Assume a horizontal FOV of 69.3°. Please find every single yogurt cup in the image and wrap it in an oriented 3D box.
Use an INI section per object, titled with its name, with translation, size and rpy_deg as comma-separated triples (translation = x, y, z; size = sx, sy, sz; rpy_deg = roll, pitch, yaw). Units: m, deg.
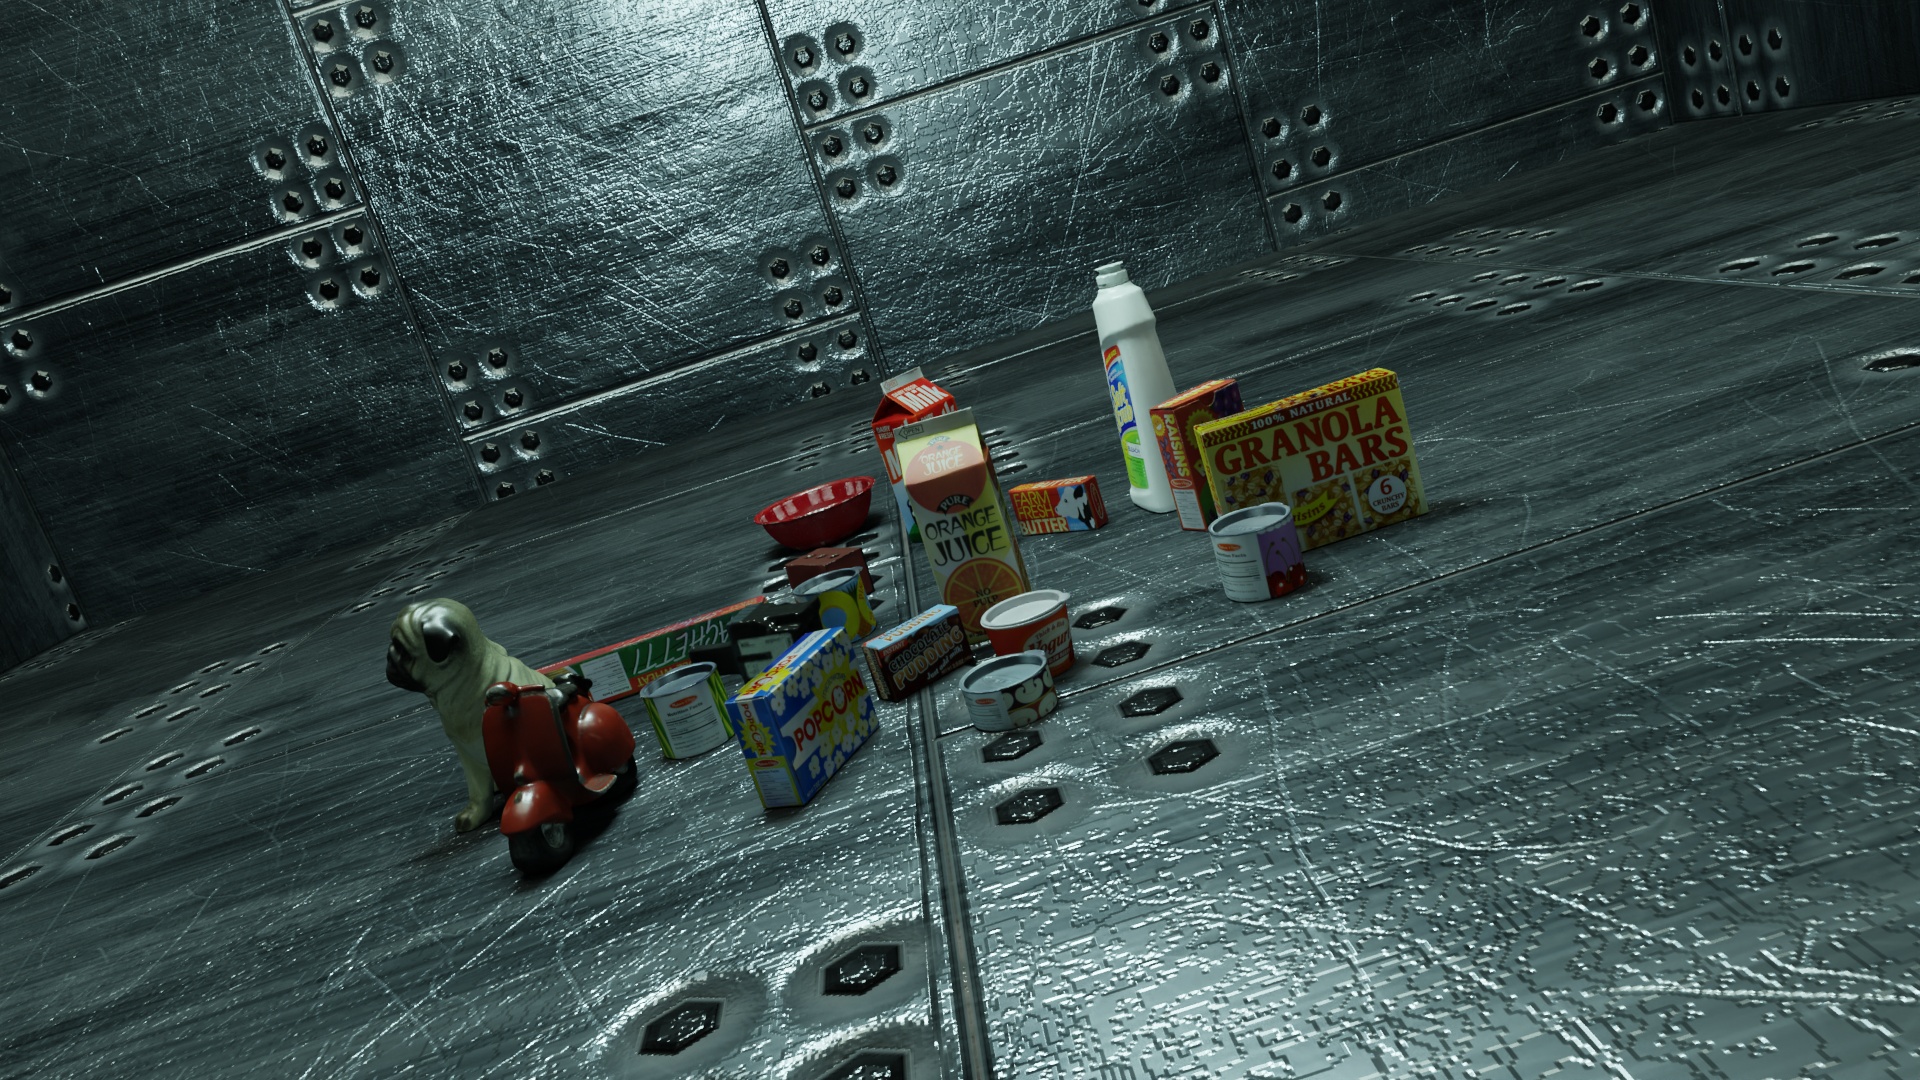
[yogurt cup]
translation = 0.055, 0.075, 1.069
size = 0.072, 0.053, 0.072
rpy_deg = -17, 13, 4

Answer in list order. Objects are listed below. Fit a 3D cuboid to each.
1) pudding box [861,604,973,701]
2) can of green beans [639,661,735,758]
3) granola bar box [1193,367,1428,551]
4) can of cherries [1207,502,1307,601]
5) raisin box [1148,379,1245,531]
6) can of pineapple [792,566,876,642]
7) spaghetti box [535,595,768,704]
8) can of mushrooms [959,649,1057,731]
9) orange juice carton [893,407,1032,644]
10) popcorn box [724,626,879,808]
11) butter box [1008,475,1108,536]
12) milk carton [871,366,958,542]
[pudding box]
translation = -0.035, 0.090, 1.130
size = 0.084, 0.049, 0.030
rpy_deg = -26, 16, -32
[can of green beans]
translation = -0.224, 0.141, 1.152
size = 0.071, 0.057, 0.071
rpy_deg = -17, 13, 4
[granola bar box]
translation = 0.290, -0.059, 1.154
size = 0.165, 0.124, 0.039
rpy_deg = -17, 13, 1
[can of cherries]
translation = 0.236, 0.009, 1.094
size = 0.071, 0.058, 0.071
rpy_deg = -17, 13, 4
[raisin box]
translation = 0.235, -0.081, 1.312
size = 0.086, 0.123, 0.040
rpy_deg = -25, 15, -28
[can of pineapple]
translation = -0.117, 0.064, 1.320
size = 0.071, 0.057, 0.071
rpy_deg = -17, 13, 4
[spaghetti box]
translation = -0.300, 0.116, 1.360
size = 0.250, 0.050, 0.029
rpy_deg = -18, 13, -3
[can of mushrooms]
translation = 0.037, 0.108, 1.004
size = 0.071, 0.033, 0.071
rpy_deg = -17, 14, 4
[orange juice carton]
translation = 0.004, -0.015, 1.193
size = 0.072, 0.192, 0.073
rpy_deg = -16, 13, 6
[popcorn box]
translation = -0.112, 0.126, 1.010
size = 0.038, 0.085, 0.127
rpy_deg = -11, 15, 26
[butter box]
translation = 0.101, -0.036, 1.451
size = 0.103, 0.053, 0.024
rpy_deg = -5, 18, 42
[milk carton]
translation = -0.039, -0.099, 1.583
size = 0.073, 0.190, 0.073
rpy_deg = -6, 17, 41
